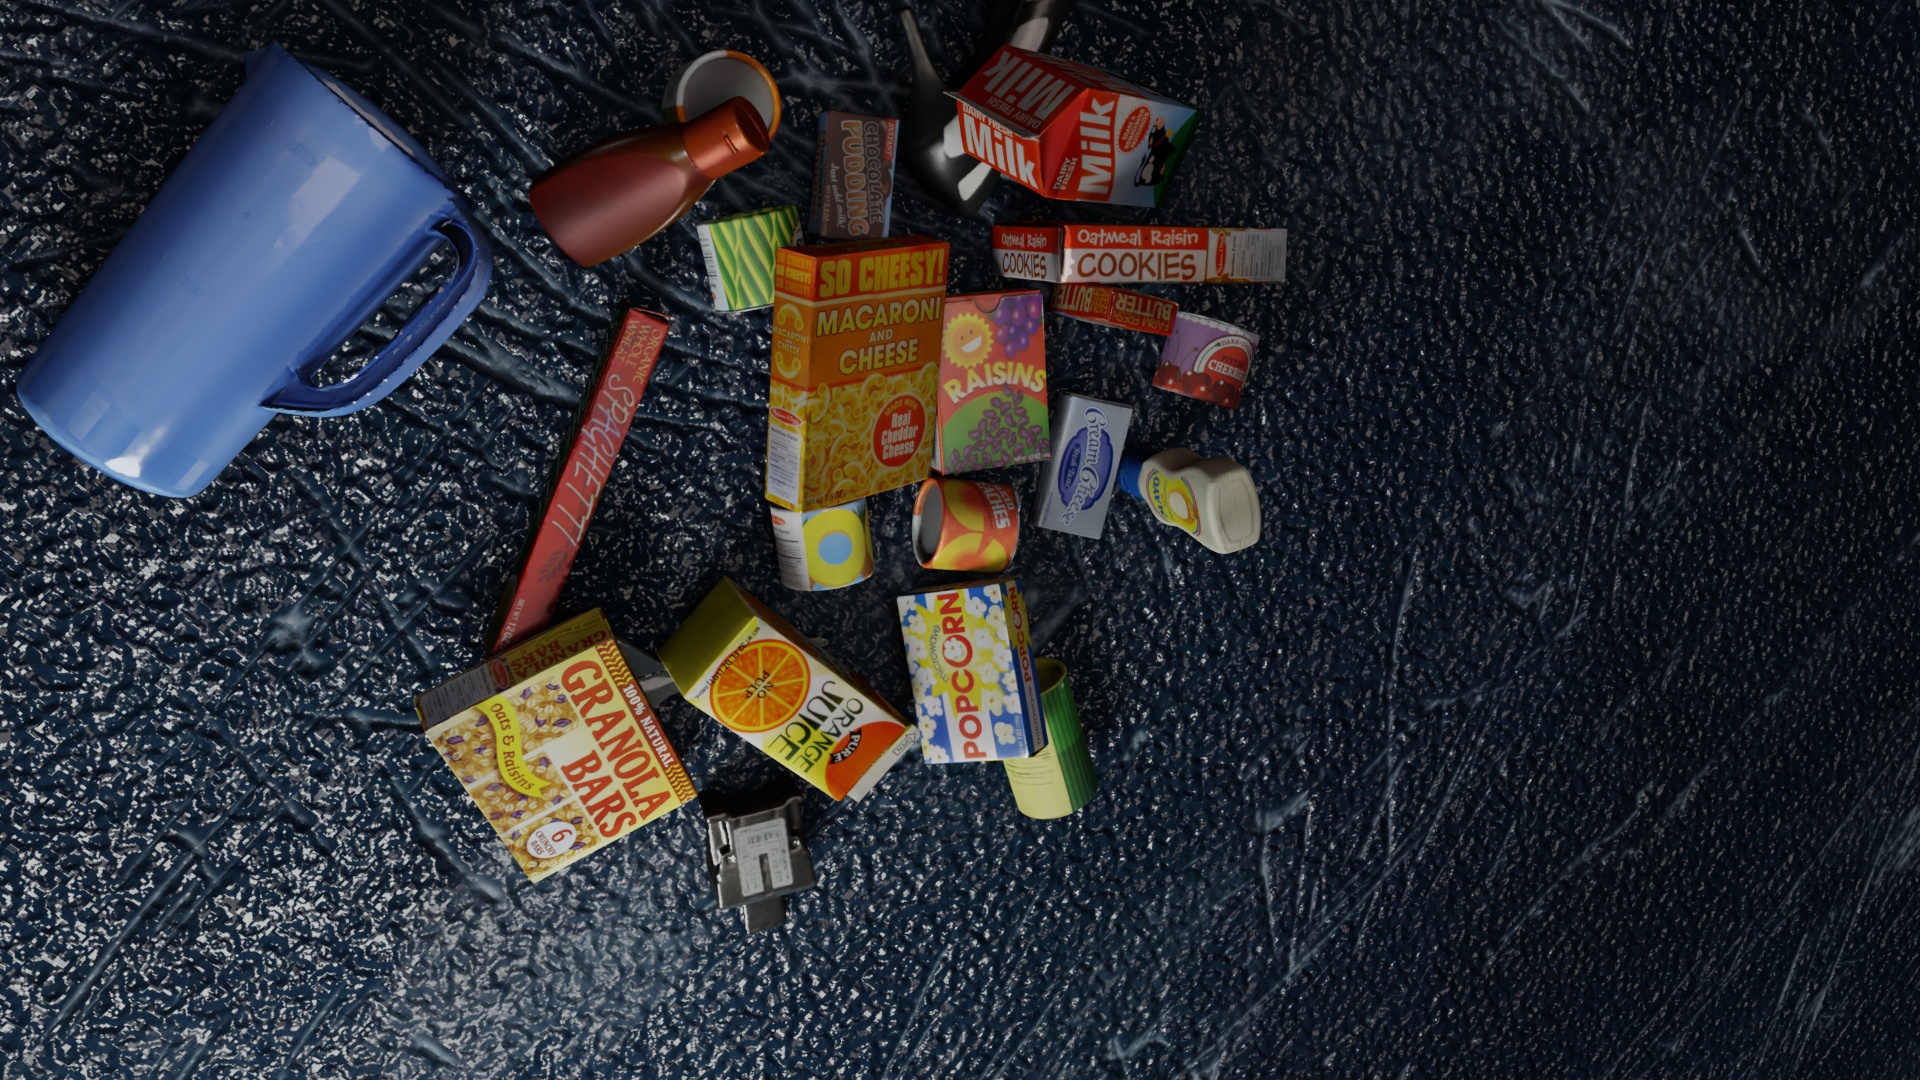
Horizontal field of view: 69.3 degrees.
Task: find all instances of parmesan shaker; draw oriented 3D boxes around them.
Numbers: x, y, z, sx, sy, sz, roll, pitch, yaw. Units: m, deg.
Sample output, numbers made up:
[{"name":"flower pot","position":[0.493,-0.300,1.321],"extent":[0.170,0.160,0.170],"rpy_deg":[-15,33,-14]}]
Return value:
[{"name":"parmesan shaker","position":[0.058,0.149,1.050],"extent":[0.071,0.071,0.102],"rpy_deg":[-22,110,-15]}]

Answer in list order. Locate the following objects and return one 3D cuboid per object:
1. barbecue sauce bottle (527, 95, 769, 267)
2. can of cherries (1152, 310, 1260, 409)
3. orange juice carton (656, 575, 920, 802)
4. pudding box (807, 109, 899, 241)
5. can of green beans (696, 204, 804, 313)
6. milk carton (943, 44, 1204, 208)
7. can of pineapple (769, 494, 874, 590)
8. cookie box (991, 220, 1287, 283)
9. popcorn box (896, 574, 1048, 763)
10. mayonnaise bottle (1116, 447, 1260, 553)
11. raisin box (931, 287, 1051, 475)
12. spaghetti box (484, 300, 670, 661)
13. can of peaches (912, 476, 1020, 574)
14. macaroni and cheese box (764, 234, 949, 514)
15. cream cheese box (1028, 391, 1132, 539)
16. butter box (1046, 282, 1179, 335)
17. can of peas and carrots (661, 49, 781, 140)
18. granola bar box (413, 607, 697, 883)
[{"name":"barbecue sauce bottle","position":[-0.185,-0.220,0.837],"extent":[0.148,0.044,0.064],"rpy_deg":[-19,125,23]},{"name":"can of cherries","position":[0.183,-0.132,1.027],"extent":[0.071,0.071,0.058],"rpy_deg":[15,97,-23]},{"name":"orange juice carton","position":[-0.110,0.113,0.960],"extent":[0.072,0.073,0.192],"rpy_deg":[-49,124,-1]},{"name":"pudding box","position":[-0.071,-0.241,0.927],"extent":[0.050,0.030,0.083],"rpy_deg":[2,102,-22]},{"name":"can of green beans","position":[-0.132,-0.182,0.897],"extent":[0.071,0.071,0.057],"rpy_deg":[-16,107,-17]},{"name":"milk carton","position":[0.071,-0.266,0.896],"extent":[0.191,0.072,0.073],"rpy_deg":[-12,132,-51]},{"name":"can of pineapple","position":[-0.093,-0.003,0.954],"extent":[0.071,0.071,0.057],"rpy_deg":[-11,107,-18]},{"name":"cookie box","position":[0.120,-0.199,0.958],"extent":[0.168,0.123,0.040],"rpy_deg":[-4,103,-20]},{"name":"popcorn box","position":[0.009,0.093,0.991],"extent":[0.038,0.085,0.126],"rpy_deg":[-13,94,-62]},{"name":"mayonnaise bottle","position":[0.160,-0.036,0.998],"extent":[0.041,0.148,0.064],"rpy_deg":[-20,109,-15]},{"name":"raisin box","position":[0.016,-0.114,0.985],"extent":[0.086,0.040,0.123],"rpy_deg":[-9,105,-18]},{"name":"spaghetti box","position":[-0.248,-0.036,0.896],"extent":[0.029,0.050,0.249],"rpy_deg":[21,94,-25]},{"name":"can of peaches","position":[0.004,-0.012,0.987],"extent":[0.058,0.071,0.071],"rpy_deg":[5,101,-21]},{"name":"macaroni and cheese box","position":[-0.068,-0.112,0.911],"extent":[0.124,0.040,0.165],"rpy_deg":[-18,121,-46]},{"name":"cream cheese box","position":[0.089,-0.056,1.034],"extent":[0.053,0.024,0.103],"rpy_deg":[10,99,-23]},{"name":"butter box","position":[0.105,-0.163,0.972],"extent":[0.053,0.103,0.024],"rpy_deg":[9,99,-22]},{"name":"can of peas and carrots","position":[-0.149,-0.271,0.874],"extent":[0.071,0.059,0.070],"rpy_deg":[-5,105,-19]},{"name":"granola bar box","position":[-0.258,0.135,0.906],"extent":[0.124,0.039,0.164],"rpy_deg":[-27,134,-13]}]
